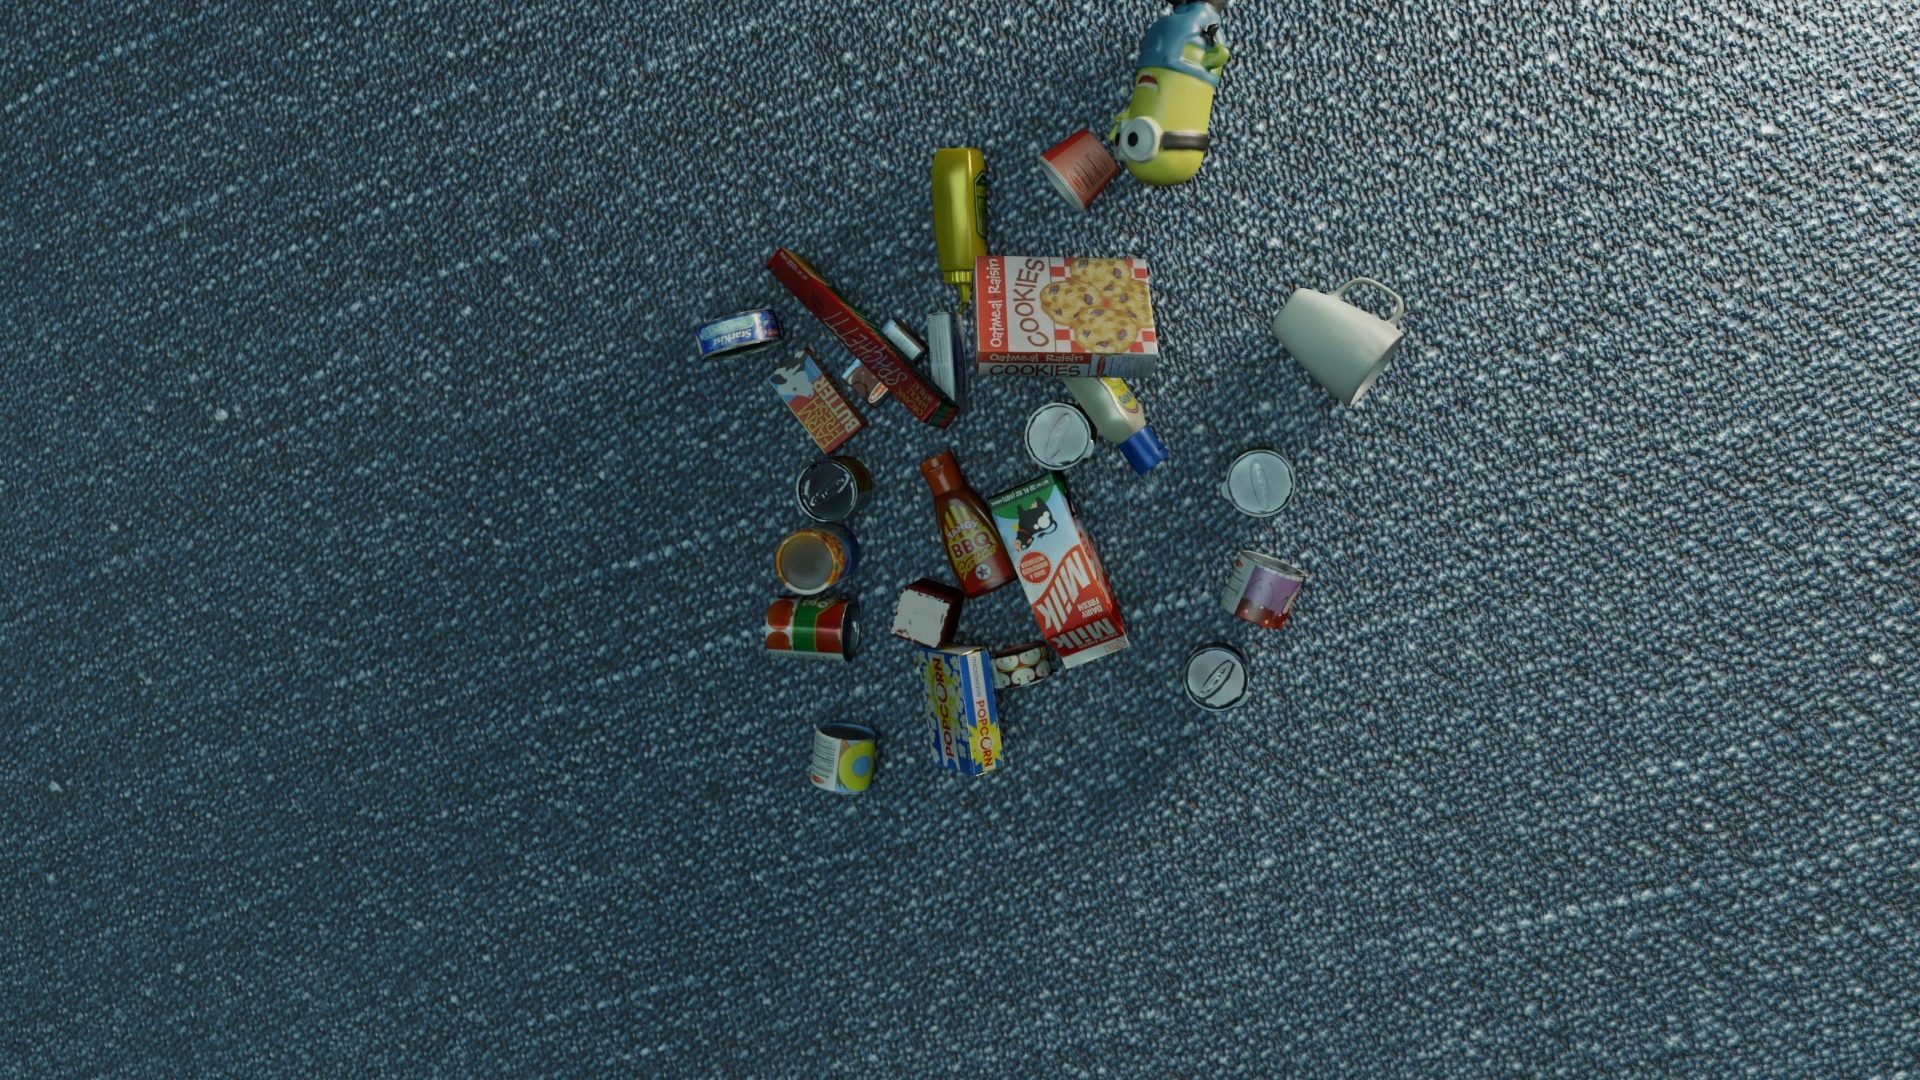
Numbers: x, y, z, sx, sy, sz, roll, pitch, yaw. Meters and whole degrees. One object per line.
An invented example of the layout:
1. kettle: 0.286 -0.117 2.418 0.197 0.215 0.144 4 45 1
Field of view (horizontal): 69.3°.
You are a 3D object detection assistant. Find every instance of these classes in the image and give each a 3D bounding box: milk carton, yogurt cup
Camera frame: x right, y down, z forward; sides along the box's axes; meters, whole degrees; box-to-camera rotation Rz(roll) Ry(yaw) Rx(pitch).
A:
1. milk carton: 0.100 0.030 1.384 0.072 0.073 0.190 -22 92 14
2. yogurt cup: 0.115 -0.360 1.340 0.054 0.072 0.072 -40 88 6

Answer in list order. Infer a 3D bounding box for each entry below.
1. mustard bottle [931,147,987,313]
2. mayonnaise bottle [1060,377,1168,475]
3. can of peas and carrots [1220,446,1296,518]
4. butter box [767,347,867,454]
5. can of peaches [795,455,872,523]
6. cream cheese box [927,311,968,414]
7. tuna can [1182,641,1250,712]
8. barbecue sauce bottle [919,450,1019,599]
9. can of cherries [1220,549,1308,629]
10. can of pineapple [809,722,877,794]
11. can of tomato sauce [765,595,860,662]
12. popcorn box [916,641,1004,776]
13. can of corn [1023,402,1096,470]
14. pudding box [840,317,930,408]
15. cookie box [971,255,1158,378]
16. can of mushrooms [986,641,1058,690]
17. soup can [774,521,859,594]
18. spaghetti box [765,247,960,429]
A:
1. mustard bottle: 0.002 -0.305 1.373 0.049 0.065 0.159 1 104 18
2. mayonnaise bottle: 0.147 -0.134 1.362 0.041 0.065 0.148 -35 93 32
3. can of peas and carrots: 0.288 -0.056 1.342 0.071 0.059 0.071 2 97 13
4. butter box: -0.148 -0.144 1.441 0.053 0.024 0.103 -38 88 14
5. can of peaches: -0.131 -0.056 1.431 0.071 0.058 0.071 2 97 13
6. cream cheese box: -0.012 -0.177 1.393 0.024 0.053 0.103 -3 96 14
7. tuna can: 0.257 0.137 1.384 0.071 0.033 0.071 2 97 12
8. barbecue sauce bottle: 0.005 -0.018 1.414 0.065 0.044 0.148 -25 91 15
9. can of cherries: 0.295 0.049 1.349 0.071 0.071 0.058 21 101 9
10. can of pineapple: -0.121 0.228 1.460 0.071 0.071 0.057 9 99 11
11. can of tomato sauce: -0.153 0.090 1.449 0.083 0.071 0.071 2 97 12
12. popcorn box: -0.001 0.169 1.416 0.038 0.085 0.126 -11 96 -31
13. can of corn: 0.102 -0.103 1.375 0.071 0.058 0.071 1 97 12
14. pudding box: -0.077 -0.182 1.419 0.049 0.030 0.083 43 103 3
15. cookie box: 0.096 -0.212 1.320 0.167 0.040 0.123 0 56 -3
16. can of mushrooms: 0.061 0.126 1.408 0.071 0.071 0.033 -14 93 13
17. soup can: -0.147 0.015 1.429 0.071 0.084 0.071 1 97 12
18. spaghetti box: -0.098 -0.201 1.379 0.250 0.050 0.028 45 105 19
